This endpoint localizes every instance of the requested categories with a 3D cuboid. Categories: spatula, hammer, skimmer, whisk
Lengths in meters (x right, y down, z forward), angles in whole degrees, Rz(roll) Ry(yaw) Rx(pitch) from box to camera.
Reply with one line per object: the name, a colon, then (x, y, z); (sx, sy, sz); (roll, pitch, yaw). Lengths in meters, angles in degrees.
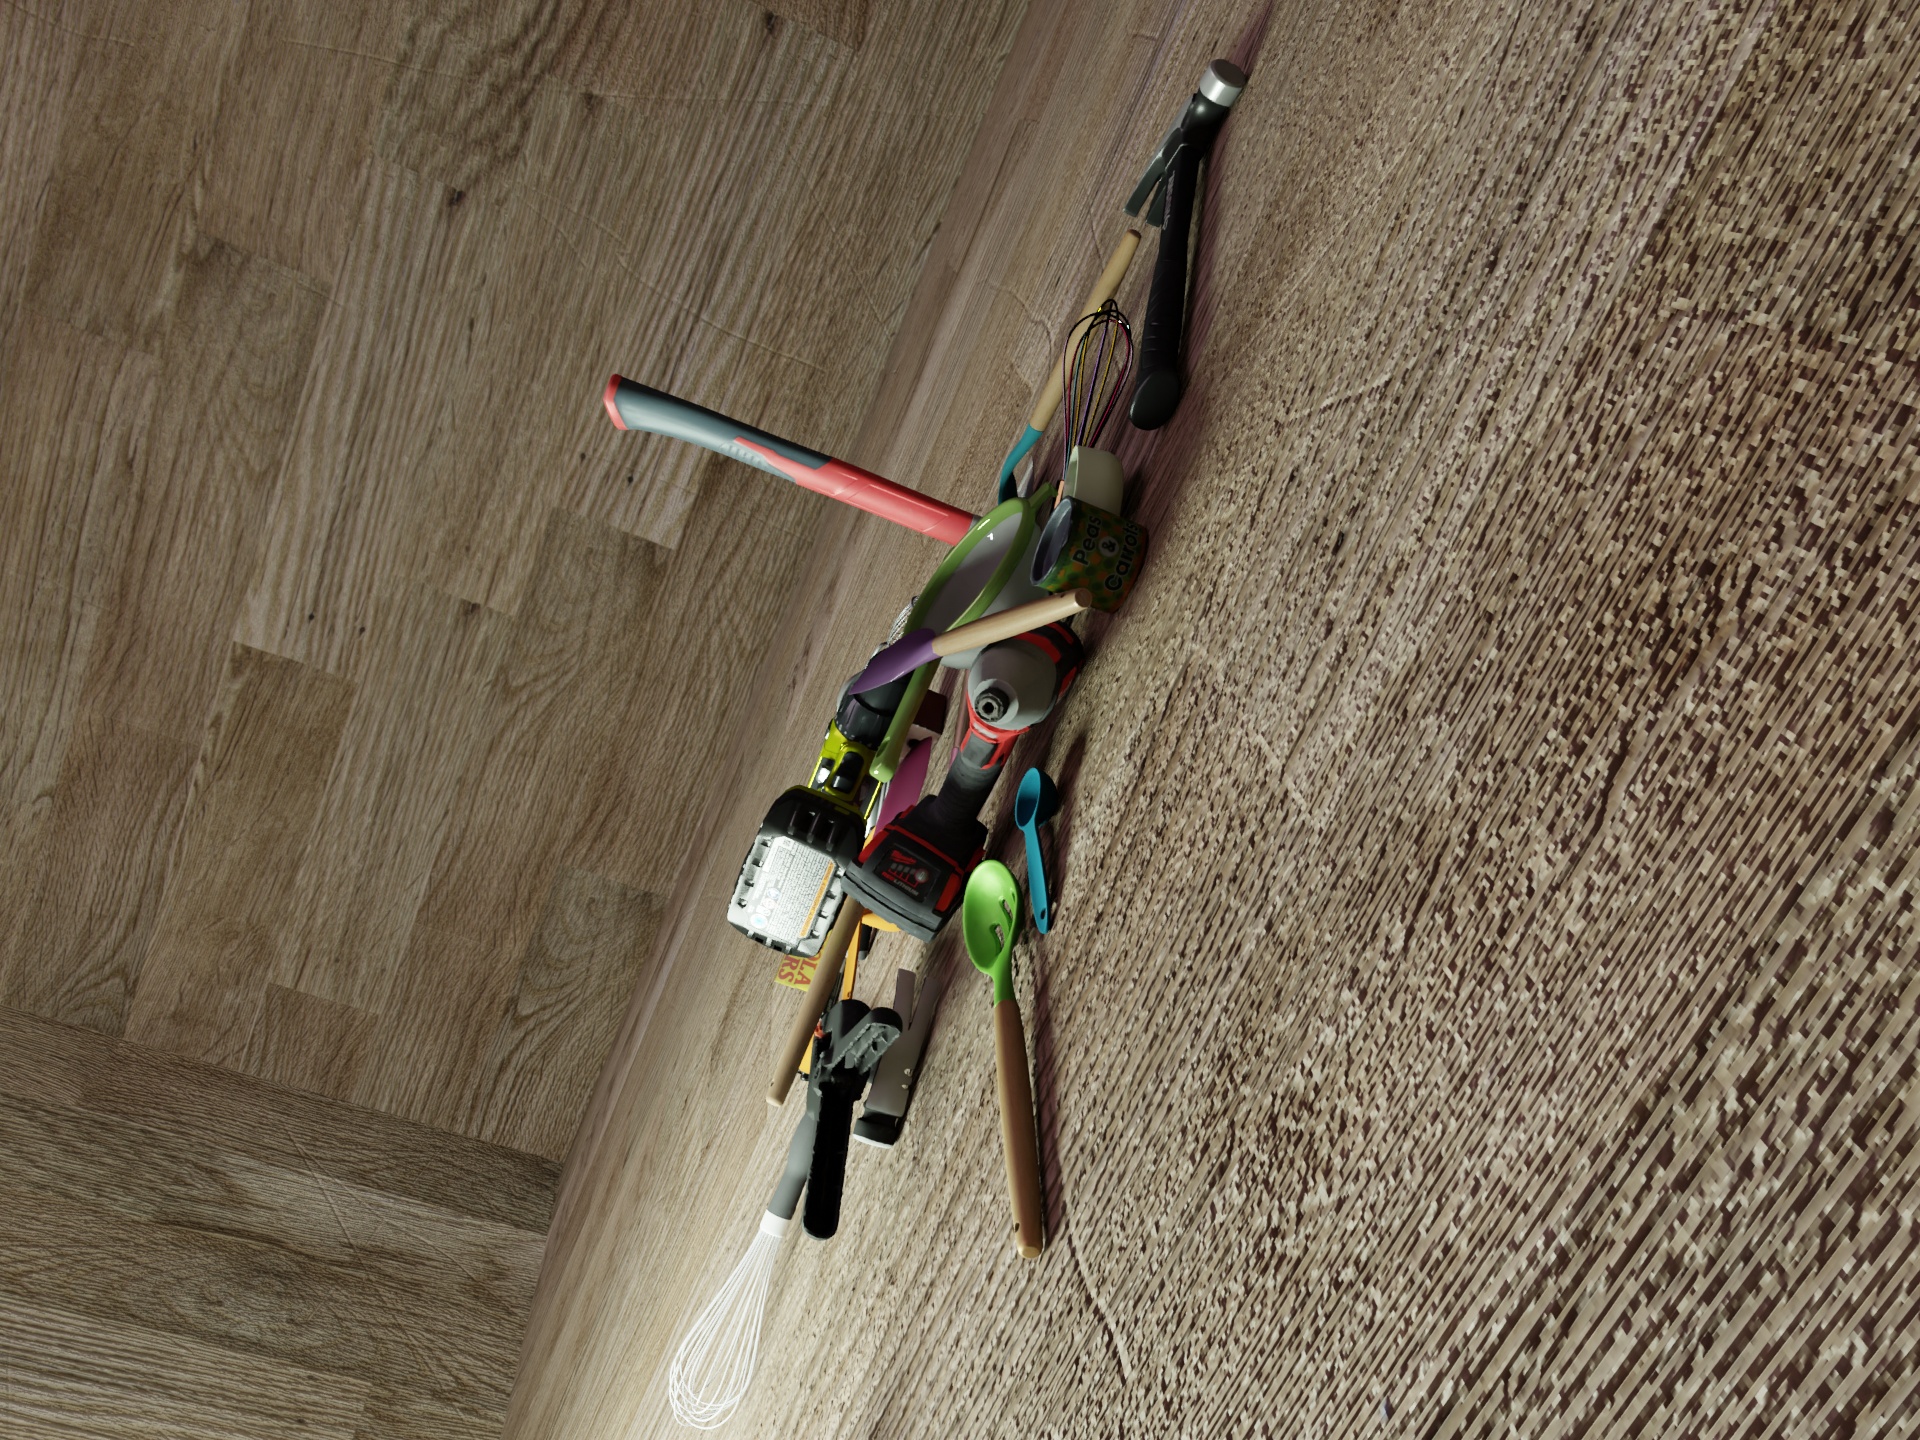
spatula: (0.000, -0.056, 1.070); (0.060, 0.018, 0.316); (-53, 18, -22)
hammer: (0.158, -0.348, 1.212); (0.146, 0.035, 0.335); (129, 157, -53)
spatula: (0.084, -0.260, 1.315); (0.317, 0.044, 0.082); (-62, 3, 39)
hammer: (-0.090, 0.268, 1.309); (0.337, 0.034, 0.127); (153, 135, -72)
skimmer: (-0.037, 0.048, 1.396); (0.127, 0.090, 0.363); (-10, -67, -62)
whisk: (-0.166, 0.449, 1.323); (0.285, 0.070, 0.070); (-66, 12, -8)
hammer: (-0.126, -0.237, 1.423); (0.038, 0.386, 0.143); (-88, 22, -56)
whisk: (0.090, -0.206, 1.237); (0.047, 0.051, 0.245); (16, 95, 39)

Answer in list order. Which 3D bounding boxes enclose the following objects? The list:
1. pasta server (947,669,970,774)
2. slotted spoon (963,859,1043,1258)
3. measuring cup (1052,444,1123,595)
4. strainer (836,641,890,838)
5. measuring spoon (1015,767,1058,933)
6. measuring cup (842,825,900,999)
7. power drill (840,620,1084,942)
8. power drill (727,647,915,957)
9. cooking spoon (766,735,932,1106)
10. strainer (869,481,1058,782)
pasta server: (-0.002, -0.004, 1.284); (0.060, 0.040, 0.316); (98, -178, -77)
slotted spoon: (0.029, 0.192, 0.951); (0.314, 0.031, 0.070); (-95, 28, -58)
measuring cup: (0.090, -0.117, 1.166); (0.083, 0.038, 0.167); (-91, 7, -68)
strainer: (-0.084, 0.046, 1.448); (0.050, 0.087, 0.258); (22, 120, 44)
measuring spoon: (0.056, 0.086, 1.033); (0.042, 0.021, 0.129); (120, 155, -42)
measuring cup: (-0.061, 0.165, 1.301); (0.095, 0.052, 0.174); (-49, 25, 48)
power drill: (0.006, 0.037, 1.097); (0.219, 0.078, 0.143); (-62, -8, 23)
power drill: (-0.098, 0.060, 1.256); (0.229, 0.080, 0.190); (-68, 2, -60)
cooking spoon: (-0.086, 0.151, 1.252); (0.069, 0.017, 0.319); (-27, 38, 61)
strainer: (0.007, -0.049, 1.174); (0.151, 0.069, 0.256); (-28, 32, 54)
